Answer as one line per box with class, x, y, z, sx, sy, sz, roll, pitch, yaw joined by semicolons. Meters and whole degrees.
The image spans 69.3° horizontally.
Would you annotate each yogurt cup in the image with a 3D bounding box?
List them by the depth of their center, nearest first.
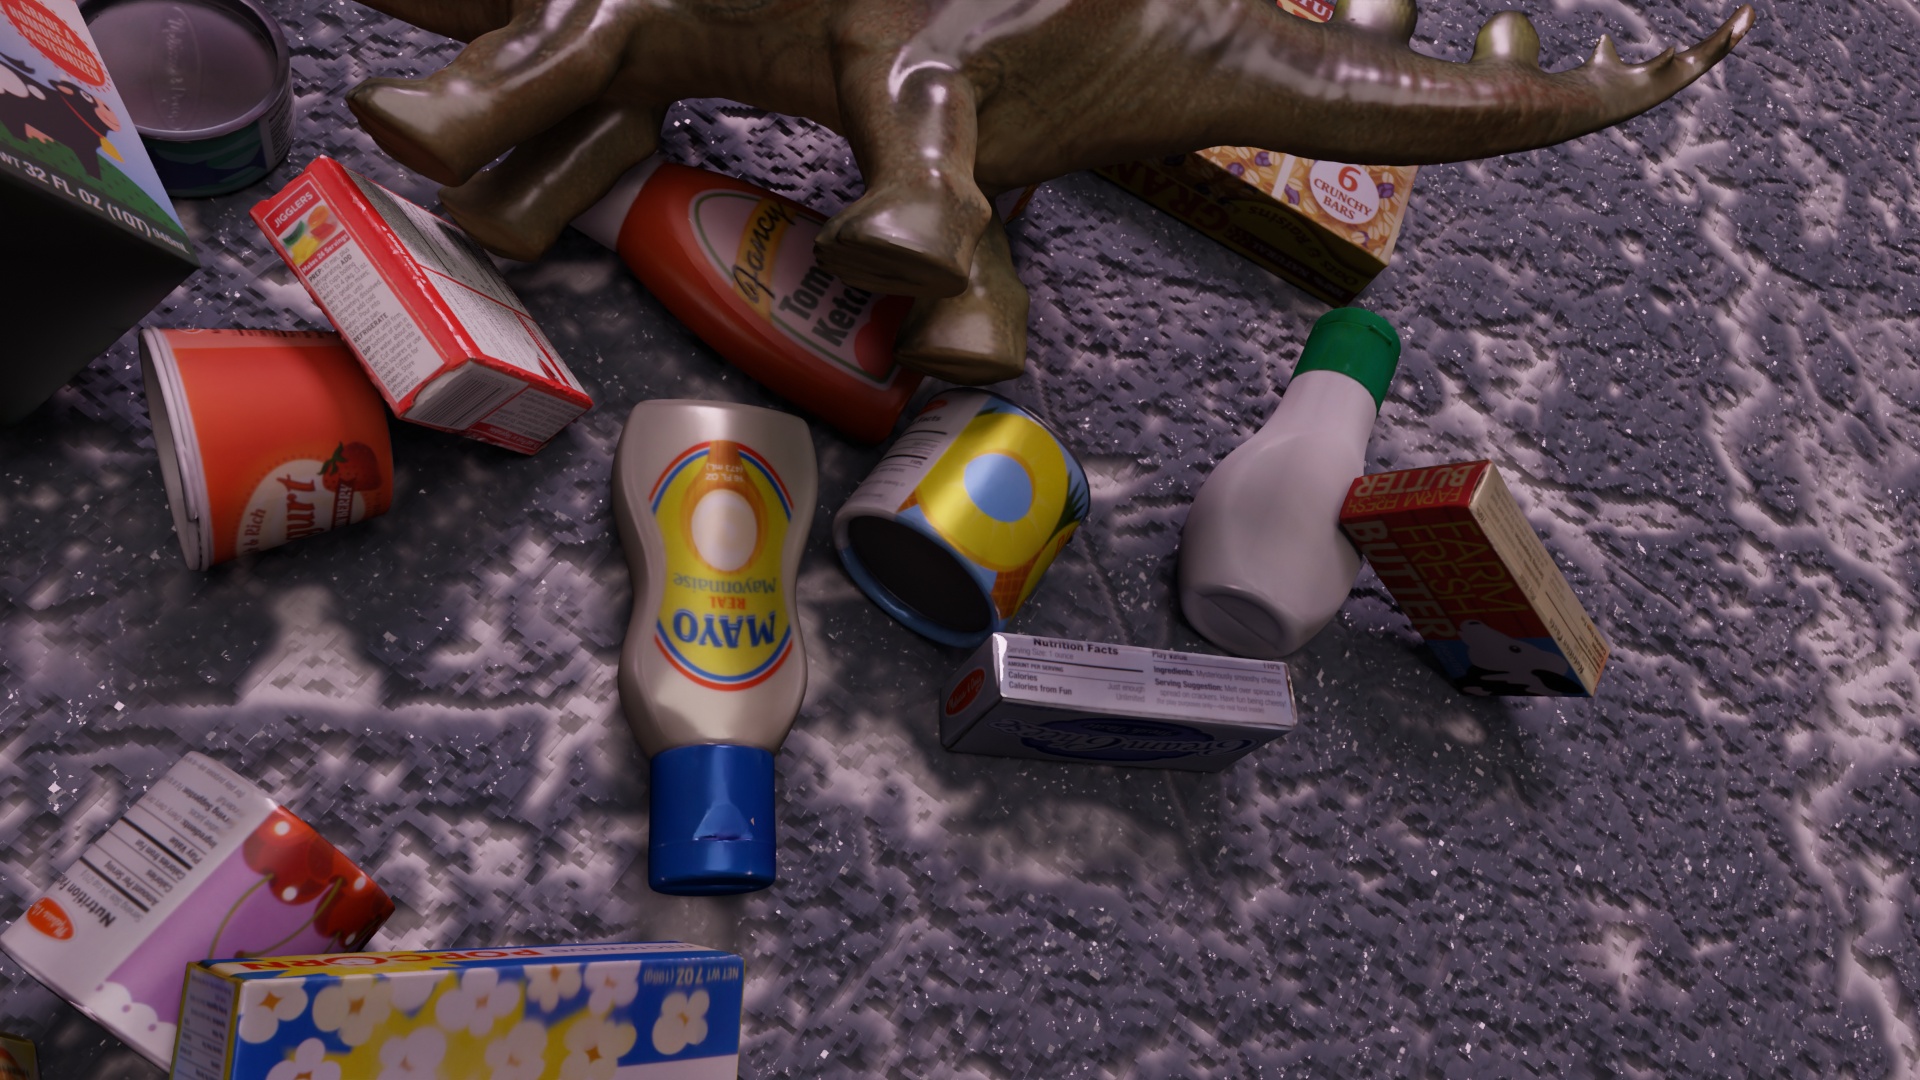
yogurt cup;-0.196;-0.029;0.394;0.054;0.072;0.072;-13;72;-33

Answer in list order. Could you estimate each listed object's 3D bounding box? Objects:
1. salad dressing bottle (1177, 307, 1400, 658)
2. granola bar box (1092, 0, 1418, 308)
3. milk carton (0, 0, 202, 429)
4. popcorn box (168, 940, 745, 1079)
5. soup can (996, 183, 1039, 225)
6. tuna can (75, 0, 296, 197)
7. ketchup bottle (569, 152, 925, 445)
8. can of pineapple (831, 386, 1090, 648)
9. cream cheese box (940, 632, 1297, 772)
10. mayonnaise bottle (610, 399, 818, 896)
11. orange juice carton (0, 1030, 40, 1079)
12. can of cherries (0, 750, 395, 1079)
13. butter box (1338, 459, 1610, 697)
salad dressing bottle;0.129;-0.026;0.522;0.064;0.043;0.148;35;59;-8
granola bar box;0.117;-0.190;0.592;0.165;0.039;0.125;27;61;-7
milk carton;-0.289;-0.131;0.374;0.073;0.072;0.191;-37;70;7
popcorn box;-0.114;0.141;0.327;0.127;0.038;0.085;13;76;-41
soup can;0.011;-0.167;0.517;0.071;0.083;0.071;8;65;-17
tuna can;-0.251;-0.145;0.441;0.071;0.032;0.071;8;65;-17
ketchup bottle;-0.076;-0.094;0.477;0.149;0.043;0.065;30;61;-5
can of pineapple;0.002;-0.006;0.453;0.071;0.070;0.058;38;61;-1
cream cheese box;0.051;0.054;0.451;0.104;0.053;0.024;7;64;-17
mayonnaise bottle;-0.075;0.030;0.423;0.065;0.041;0.148;5;65;-20
orange juice carton;-0.217;0.204;0.275;0.072;0.072;0.193;-13;73;-25
can of cherries;-0.184;0.096;0.343;0.071;0.071;0.059;37;60;-2
butter box;0.184;0.016;0.495;0.103;0.053;0.024;48;58;-26
